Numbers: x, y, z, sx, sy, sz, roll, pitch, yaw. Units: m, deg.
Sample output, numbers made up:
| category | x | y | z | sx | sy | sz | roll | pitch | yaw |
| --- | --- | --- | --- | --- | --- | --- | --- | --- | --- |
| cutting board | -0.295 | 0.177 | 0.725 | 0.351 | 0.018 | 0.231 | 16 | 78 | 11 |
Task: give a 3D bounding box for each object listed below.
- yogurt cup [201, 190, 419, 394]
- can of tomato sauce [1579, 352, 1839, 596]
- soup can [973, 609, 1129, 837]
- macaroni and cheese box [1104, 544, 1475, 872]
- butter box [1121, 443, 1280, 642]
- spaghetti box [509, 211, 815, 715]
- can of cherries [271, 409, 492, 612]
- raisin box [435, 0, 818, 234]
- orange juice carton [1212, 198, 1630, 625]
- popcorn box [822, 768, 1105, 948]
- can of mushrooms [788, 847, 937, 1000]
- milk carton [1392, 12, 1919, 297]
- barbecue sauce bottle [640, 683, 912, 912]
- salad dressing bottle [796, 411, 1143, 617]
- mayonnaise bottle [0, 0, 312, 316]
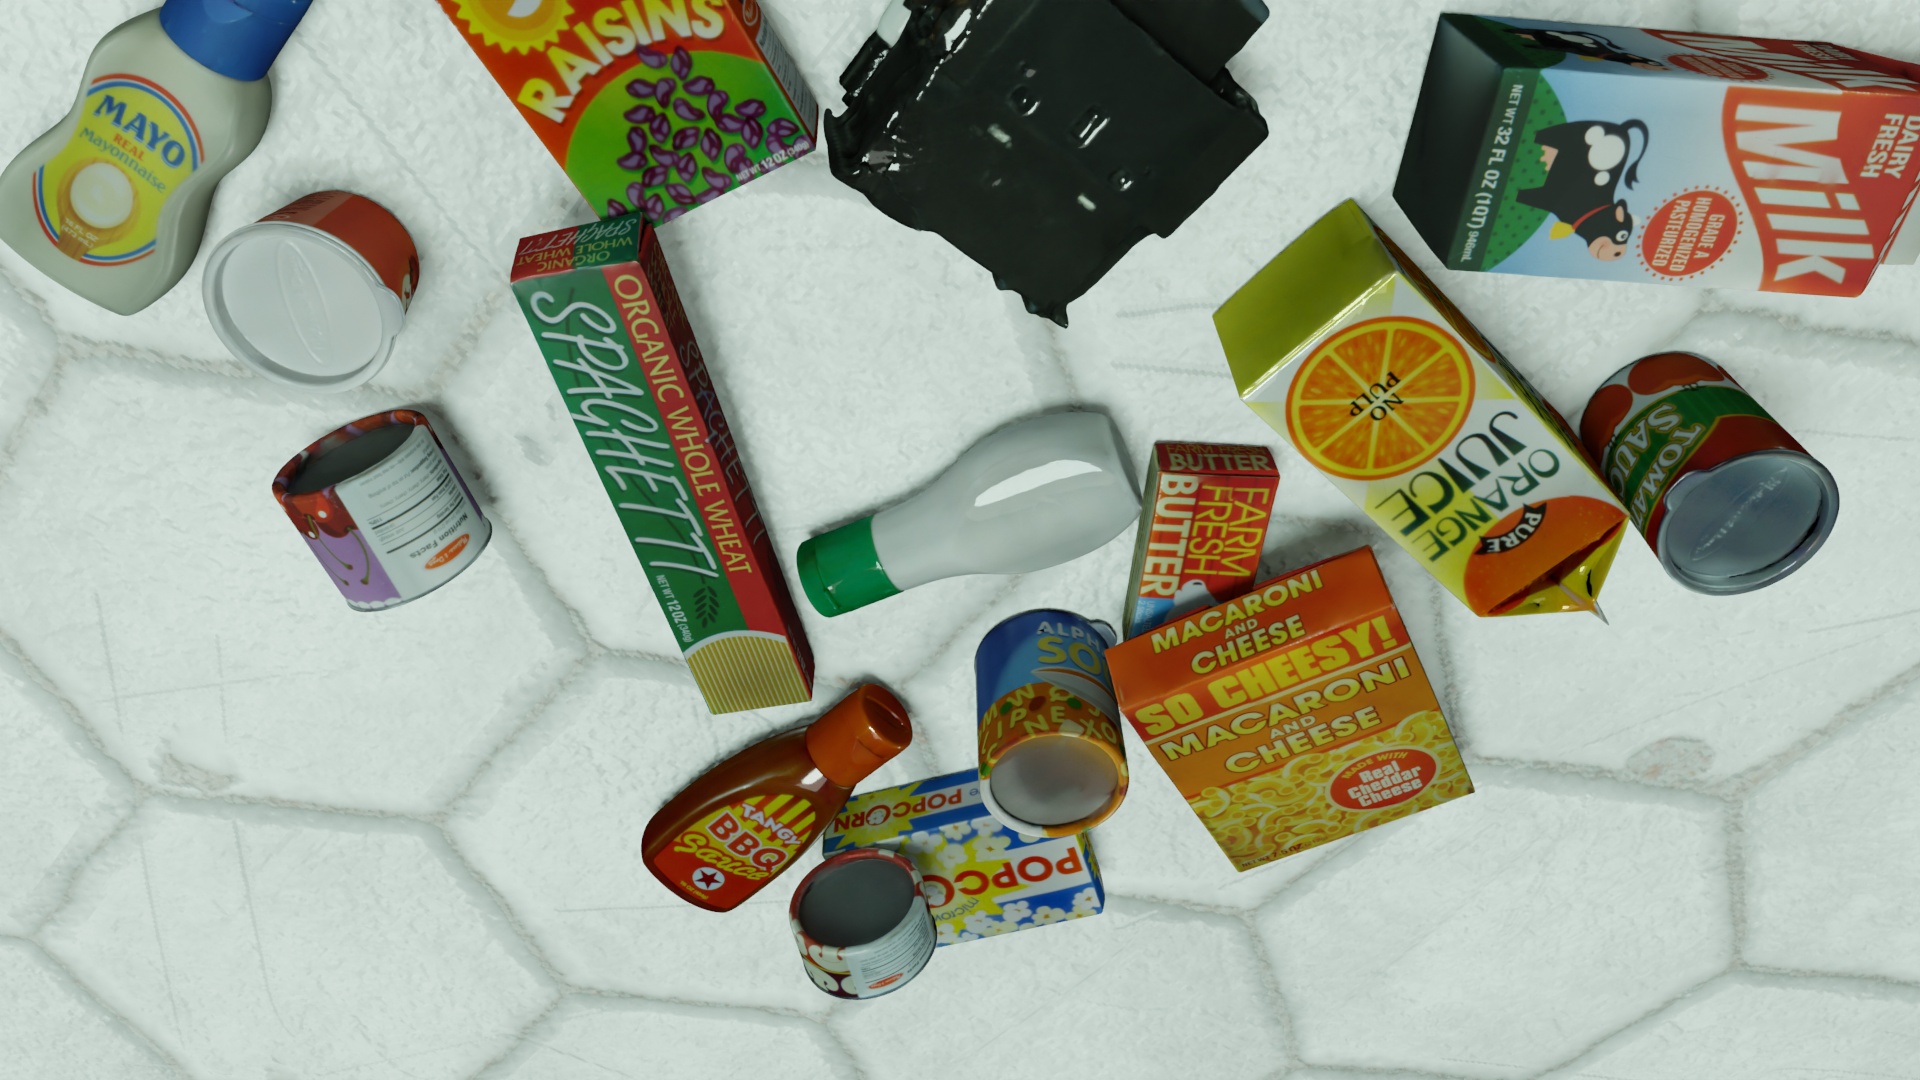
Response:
| category | x | y | z | sx | sy | sz | roll | pitch | yaw |
| --- | --- | --- | --- | --- | --- | --- | --- | --- | --- |
| yogurt cup | -0.239 | -0.097 | 0.523 | 0.072 | 0.054 | 0.072 | 0 | 124 | 0 |
| can of tomato sauce | 0.295 | -0.029 | 0.559 | 0.071 | 0.083 | 0.070 | 0 | 124 | 0 |
| soup can | 0.042 | 0.081 | 0.629 | 0.071 | 0.084 | 0.071 | -1 | 124 | -1 |
| macaroni and cheese box | 0.154 | 0.083 | 0.639 | 0.123 | 0.040 | 0.166 | -24 | 135 | 14 |
| butter box | 0.105 | 0.006 | 0.616 | 0.053 | 0.024 | 0.103 | 3 | 124 | -4 |
| spaghetti box | -0.114 | -0.017 | 0.570 | 0.050 | 0.029 | 0.248 | -9 | 134 | 5 |
| can of cherries | -0.240 | -0.013 | 0.574 | 0.071 | 0.072 | 0.058 | -15 | 123 | 9 |
| raisin box | -0.115 | -0.174 | 0.473 | 0.086 | 0.040 | 0.123 | -22 | 130 | 15 |
| orange juice carton | 0.195 | -0.039 | 0.558 | 0.192 | 0.072 | 0.072 | 37 | 117 | -23 |
| popcorn box | 0.002 | 0.163 | 0.711 | 0.127 | 0.038 | 0.085 | -14 | 123 | 9 |
| can of mushrooms | -0.048 | 0.180 | 0.660 | 0.071 | 0.071 | 0.033 | -9 | 123 | 5 |
| milk carton | 0.263 | -0.136 | 0.492 | 0.191 | 0.074 | 0.072 | 4 | 124 | -4 |
| barbecue sauce bottle | -0.087 | 0.124 | 0.681 | 0.148 | 0.044 | 0.065 | -39 | 115 | 22 |
| salad dressing bottle | 0.002 | -0.007 | 0.594 | 0.147 | 0.044 | 0.064 | -21 | 124 | 14 |
| mayonnaise bottle | -0.283 | -0.150 | 0.494 | 0.064 | 0.041 | 0.147 | 39 | 116 | -21 |
